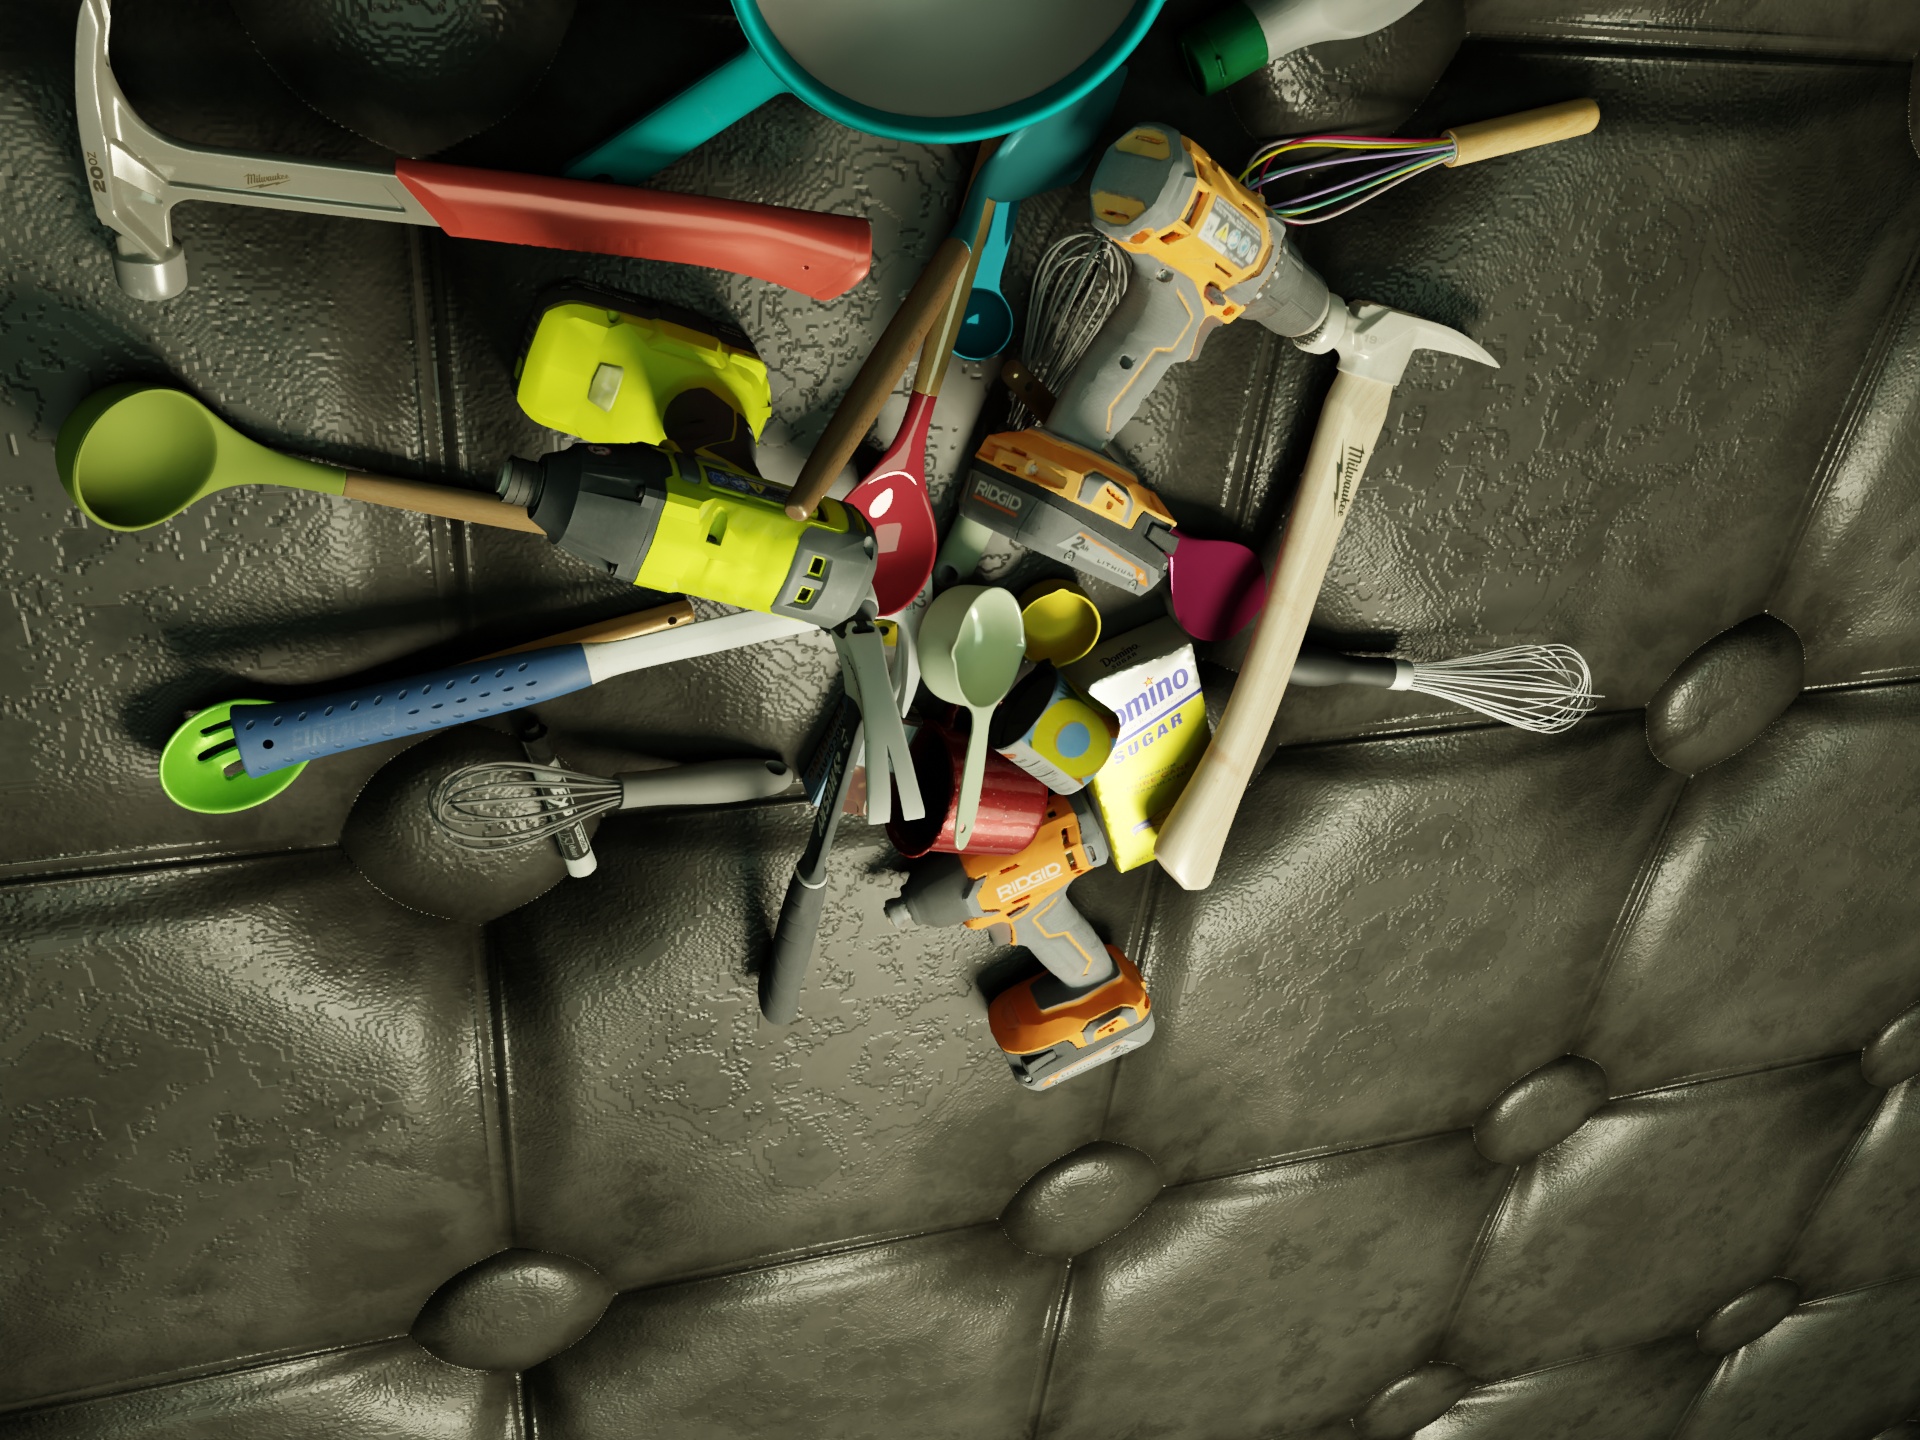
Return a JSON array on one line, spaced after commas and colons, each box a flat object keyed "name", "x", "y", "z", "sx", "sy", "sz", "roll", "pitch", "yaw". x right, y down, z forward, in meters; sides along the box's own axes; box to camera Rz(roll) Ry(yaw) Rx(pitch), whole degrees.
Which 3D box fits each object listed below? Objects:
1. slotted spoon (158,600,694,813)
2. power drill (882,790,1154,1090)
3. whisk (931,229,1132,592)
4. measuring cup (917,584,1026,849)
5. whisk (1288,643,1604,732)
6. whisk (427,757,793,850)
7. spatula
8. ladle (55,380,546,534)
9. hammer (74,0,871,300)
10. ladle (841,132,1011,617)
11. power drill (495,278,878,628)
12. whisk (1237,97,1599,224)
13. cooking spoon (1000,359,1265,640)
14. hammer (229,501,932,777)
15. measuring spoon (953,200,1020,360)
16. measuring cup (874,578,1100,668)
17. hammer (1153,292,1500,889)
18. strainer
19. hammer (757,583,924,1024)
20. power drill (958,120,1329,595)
[{"name": "slotted spoon", "x": -0.309, "y": -0.018, "z": 0.937, "sx": 0.313, "sy": 0.031, "sz": 0.070, "roll": -19, "pitch": 125, "yaw": -10}, {"name": "power drill", "x": 0.046, "y": 0.167, "z": 1.177, "sx": 0.164, "sy": 0.084, "sz": 0.226, "roll": -23, "pitch": 125, "yaw": -3}, {"name": "whisk", "x": 0.037, "y": -0.178, "z": 0.948, "sx": 0.058, "sy": 0.059, "sz": 0.246, "roll": 29, "pitch": 120, "yaw": 5}, {"name": "measuring cup", "x": -0.002, "y": -0.003, "z": 0.994, "sx": 0.083, "sy": 0.038, "sz": 0.167, "roll": -9, "pitch": 109, "yaw": -55}, {"name": "whisk", "x": 0.348, "y": -0.031, "z": 1.170, "sx": 0.284, "sy": 0.070, "sz": 0.070, "roll": 5, "pitch": 122, "yaw": -18}, {"name": "whisk", "x": -0.211, "y": 0.045, "z": 0.991, "sx": 0.239, "sy": 0.055, "sz": 0.055, "roll": -5, "pitch": 127, "yaw": -33}, {"name": "spatula", "x": -0.002, "y": -0.211, "z": 0.783, "sx": 0.044, "sy": 0.318, "sz": 0.082, "roll": 28, "pitch": 151, "yaw": -2}, {"name": "ladle", "x": -0.301, "y": -0.117, "z": 0.851, "sx": 0.320, "sy": 0.062, "sz": 0.078, "roll": 8, "pitch": 117, "yaw": -29}, {"name": "hammer", "x": -0.218, "y": -0.254, "z": 0.761, "sx": 0.359, "sy": 0.037, "sz": 0.149, "roll": 2, "pitch": 138, "yaw": -17}, {"name": "ladle", "x": -0.013, "y": -0.208, "z": 0.888, "sx": 0.069, "sy": 0.031, "sz": 0.315, "roll": 9, "pitch": 110, "yaw": -25}, {"name": "power drill", "x": -0.149, "y": -0.135, "z": 0.787, "sx": 0.171, "sy": 0.223, "sz": 0.080, "roll": 13, "pitch": 118, "yaw": -28}, {"name": "whisk", "x": 0.268, "y": -0.331, "z": 0.927, "sx": 0.245, "sy": 0.051, "sz": 0.047, "roll": -17, "pitch": 123, "yaw": -13}, {"name": "cooking spoon", "x": 0.114, "y": -0.132, "z": 0.994, "sx": 0.069, "sy": 0.017, "sz": 0.318, "roll": -47, "pitch": 138, "yaw": 6}, {"name": "hammer", "x": -0.207, "y": -0.030, "z": 0.934, "sx": 0.405, "sy": 0.035, "sz": 0.144, "roll": -14, "pitch": 119, "yaw": -16}, {"name": "measuring spoon", "x": 0.016, "y": -0.268, "z": 0.894, "sx": 0.042, "sy": 0.021, "sz": 0.128, "roll": 6, "pitch": 113, "yaw": -14}, {"name": "measuring cup", "x": 0.012, "y": -0.065, "z": 1.036, "sx": 0.156, "sy": 0.029, "sz": 0.062, "roll": -1, "pitch": 125, "yaw": -6}, {"name": "hammer", "x": 0.225, "y": -0.070, "z": 1.063, "sx": 0.146, "sy": 0.038, "sz": 0.410, "roll": 6, "pitch": 113, "yaw": -27}, {"name": "strainer", "x": -0.061, "y": -0.358, "z": 0.759, "sx": 0.340, "sy": 0.095, "sz": 0.210, "roll": -24, "pitch": 146, "yaw": 23}, {"name": "hammer", "x": -0.088, "y": 0.091, "z": 0.997, "sx": 0.036, "sy": 0.149, "sz": 0.408, "roll": -6, "pitch": 146, "yaw": -19}, {"name": "power drill", "x": 0.113, "y": -0.188, "z": 0.886, "sx": 0.185, "sy": 0.084, "sz": 0.226, "roll": 16, "pitch": 101, "yaw": -47}]
